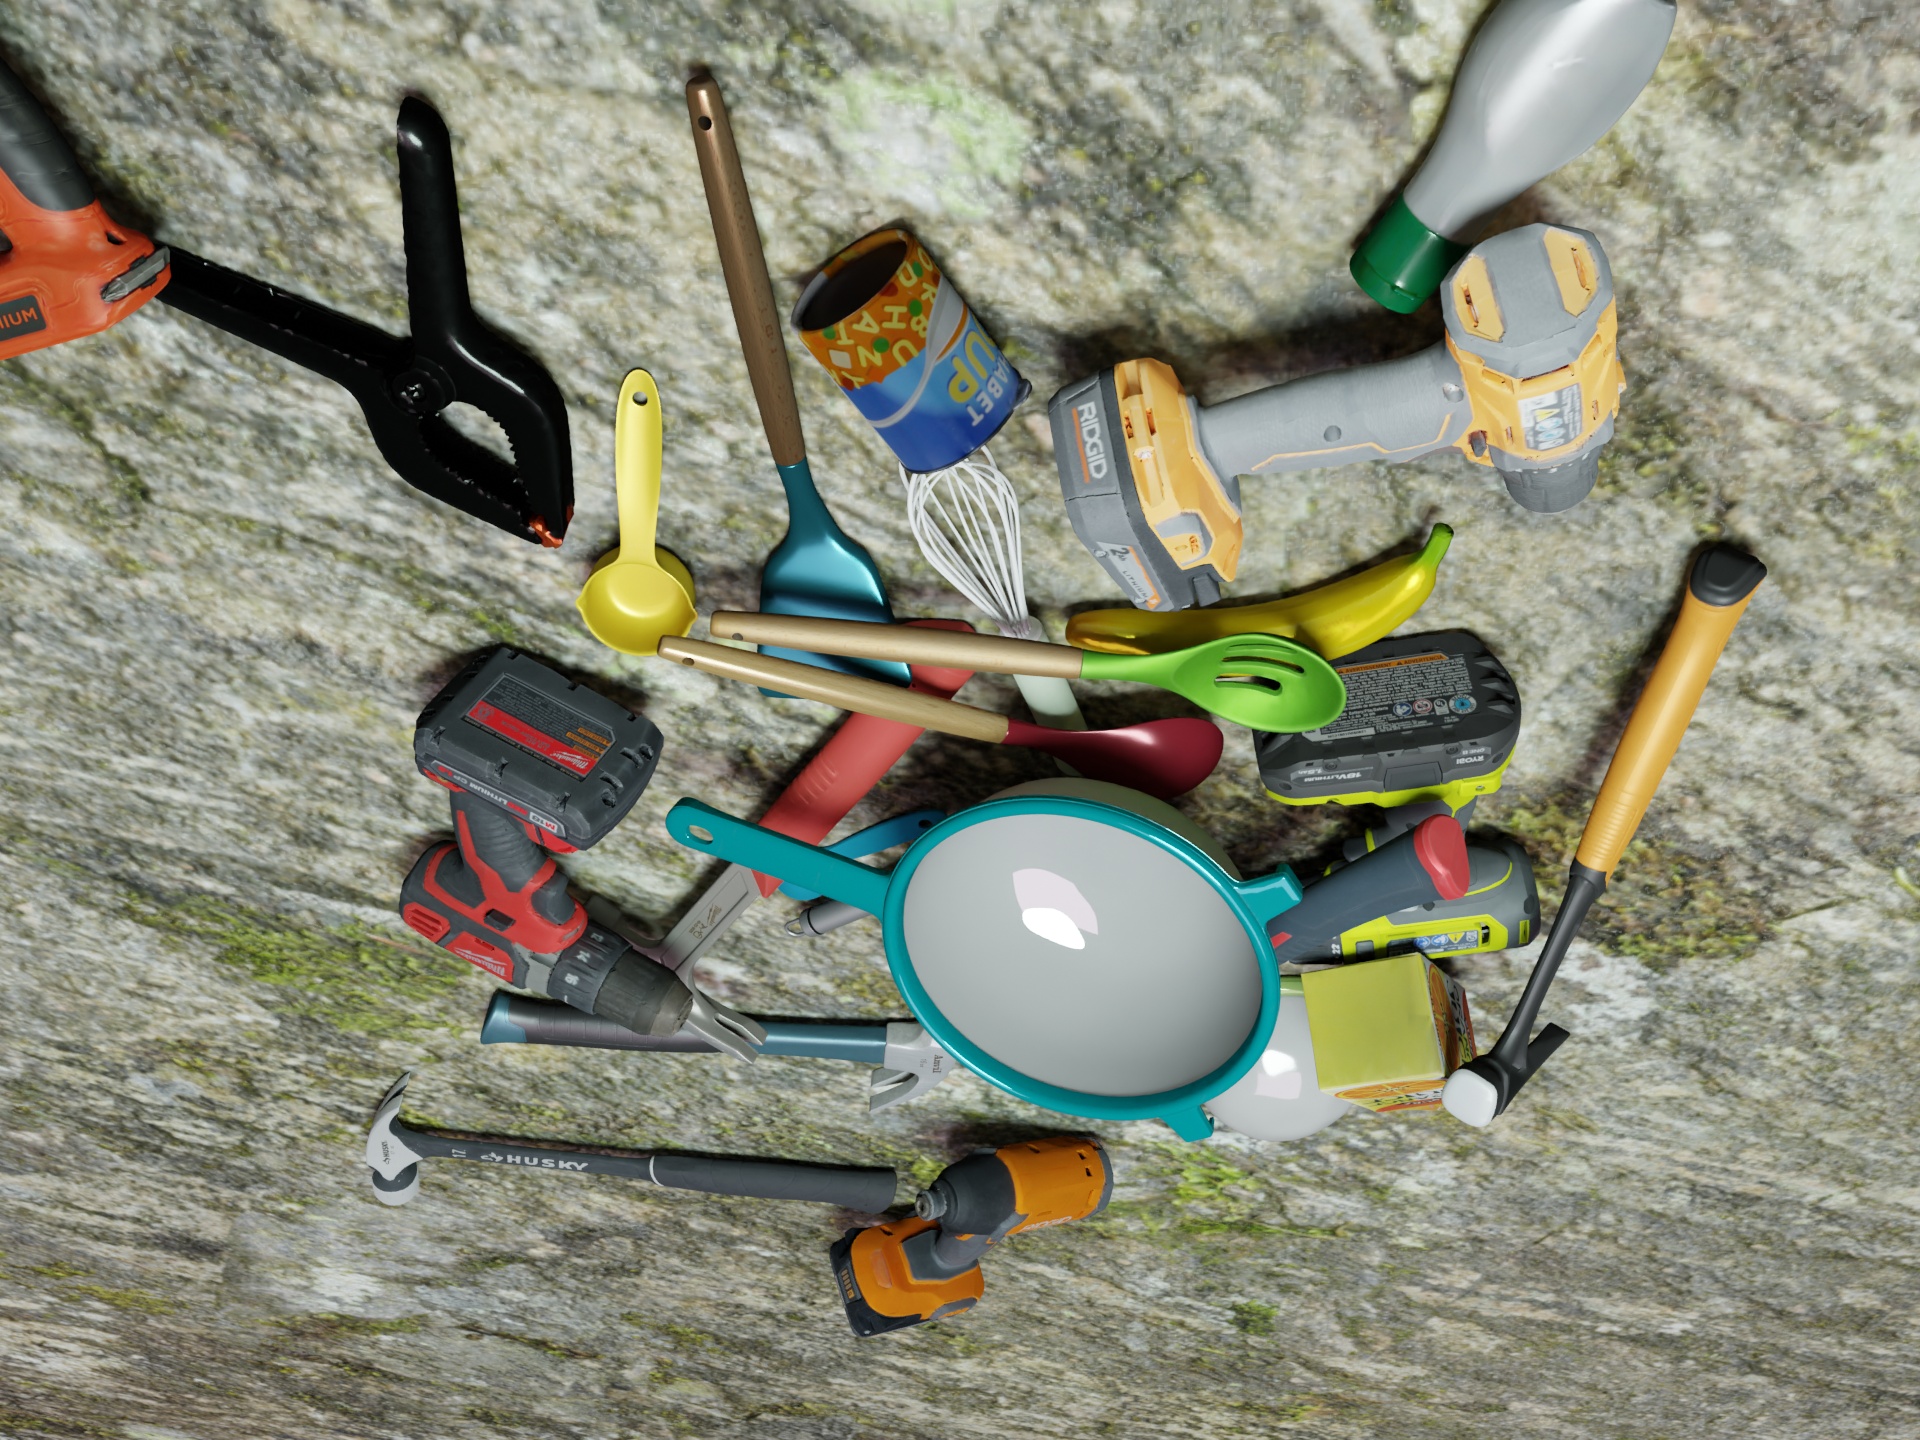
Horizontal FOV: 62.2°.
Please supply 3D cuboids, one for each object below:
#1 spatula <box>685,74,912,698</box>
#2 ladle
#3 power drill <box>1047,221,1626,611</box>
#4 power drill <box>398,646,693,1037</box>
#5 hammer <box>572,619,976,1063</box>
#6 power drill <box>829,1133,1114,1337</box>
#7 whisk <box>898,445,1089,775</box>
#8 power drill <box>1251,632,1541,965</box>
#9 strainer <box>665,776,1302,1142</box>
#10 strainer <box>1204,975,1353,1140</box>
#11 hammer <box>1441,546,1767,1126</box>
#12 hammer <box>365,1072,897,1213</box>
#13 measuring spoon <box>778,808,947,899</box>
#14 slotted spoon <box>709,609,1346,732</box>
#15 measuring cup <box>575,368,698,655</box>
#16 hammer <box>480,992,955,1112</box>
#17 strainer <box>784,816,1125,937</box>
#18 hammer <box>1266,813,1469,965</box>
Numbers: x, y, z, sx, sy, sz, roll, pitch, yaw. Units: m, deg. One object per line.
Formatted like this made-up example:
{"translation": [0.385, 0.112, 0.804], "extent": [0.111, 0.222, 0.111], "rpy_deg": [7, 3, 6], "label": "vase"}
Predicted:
{"translation": [-0.083, -0.135, 0.727], "extent": [0.082, 0.044, 0.317], "rpy_deg": [-2, 137, 8], "label": "spatula"}
{"translation": [-0.001, -0.003, 0.820], "extent": [0.315, 0.031, 0.069], "rpy_deg": [13, 136, -20], "label": "ladle"}
{"translation": [0.173, -0.118, 0.699], "extent": [0.226, 0.084, 0.185], "rpy_deg": [-16, 158, 19], "label": "power drill"}
{"translation": [-0.228, 0.085, 0.907], "extent": [0.188, 0.080, 0.226], "rpy_deg": [27, 136, 5], "label": "power drill"}
{"translation": [-0.093, 0.071, 0.930], "extent": [0.149, 0.037, 0.359], "rpy_deg": [37, 125, -9], "label": "hammer"}
{"translation": [-0.008, 0.390, 1.212], "extent": [0.164, 0.084, 0.226], "rpy_deg": [4, 141, -39], "label": "power drill"}
{"translation": [0.027, -0.050, 0.818], "extent": [0.059, 0.058, 0.246], "rpy_deg": [18, 150, 36], "label": "whisk"}
{"translation": [0.228, 0.063, 0.902], "extent": [0.190, 0.080, 0.228], "rpy_deg": [-8, 138, 10], "label": "power drill"}
{"translation": [0.011, 0.087, 0.865], "extent": [0.340, 0.095, 0.210], "rpy_deg": [18, 126, 11], "label": "strainer"}
{"translation": [0.190, 0.216, 1.062], "extent": [0.151, 0.069, 0.256], "rpy_deg": [-27, 131, 26], "label": "strainer"}
{"translation": [0.351, 0.064, 0.858], "extent": [0.034, 0.127, 0.336], "rpy_deg": [30, 121, 29], "label": "hammer"}
{"translation": [-0.253, 0.344, 1.237], "extent": [0.409, 0.036, 0.149], "rpy_deg": [7, 135, -6], "label": "hammer"}
{"translation": [-0.062, 0.083, 0.968], "extent": [0.128, 0.021, 0.042], "rpy_deg": [-23, 131, 26], "label": "measuring spoon"}
{"translation": [0.034, -0.033, 0.784], "extent": [0.313, 0.031, 0.070], "rpy_deg": [6, 143, -4], "label": "slotted spoon"}
{"translation": [-0.157, -0.104, 0.785], "extent": [0.062, 0.029, 0.156], "rpy_deg": [6, 124, -4], "label": "measuring cup"}
{"translation": [-0.167, 0.217, 1.103], "extent": [0.331, 0.033, 0.128], "rpy_deg": [4, 135, -2], "label": "hammer"}
{"translation": [-0.011, 0.088, 0.958], "extent": [0.258, 0.050, 0.086], "rpy_deg": [-24, 131, 30], "label": "strainer"}
{"translation": [0.140, 0.134, 0.928], "extent": [0.143, 0.038, 0.386], "rpy_deg": [33, 143, -10], "label": "hammer"}
